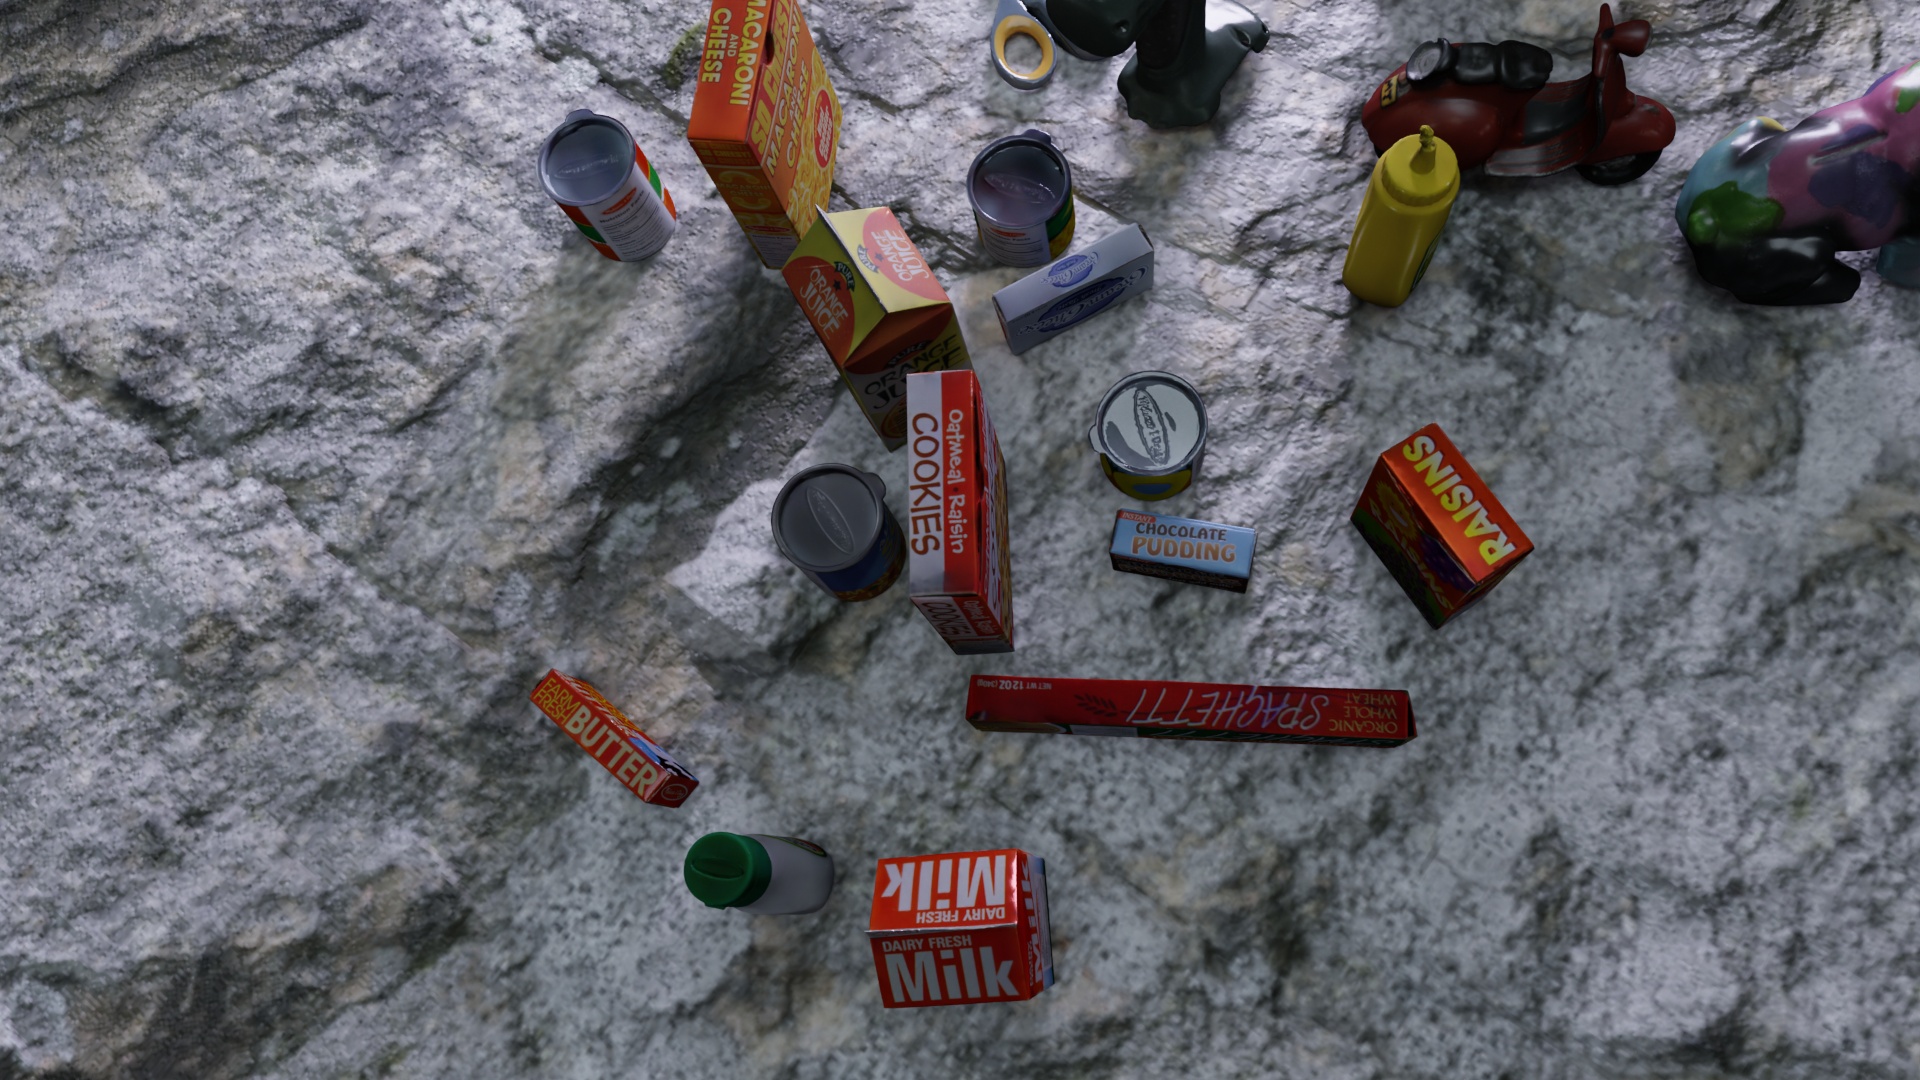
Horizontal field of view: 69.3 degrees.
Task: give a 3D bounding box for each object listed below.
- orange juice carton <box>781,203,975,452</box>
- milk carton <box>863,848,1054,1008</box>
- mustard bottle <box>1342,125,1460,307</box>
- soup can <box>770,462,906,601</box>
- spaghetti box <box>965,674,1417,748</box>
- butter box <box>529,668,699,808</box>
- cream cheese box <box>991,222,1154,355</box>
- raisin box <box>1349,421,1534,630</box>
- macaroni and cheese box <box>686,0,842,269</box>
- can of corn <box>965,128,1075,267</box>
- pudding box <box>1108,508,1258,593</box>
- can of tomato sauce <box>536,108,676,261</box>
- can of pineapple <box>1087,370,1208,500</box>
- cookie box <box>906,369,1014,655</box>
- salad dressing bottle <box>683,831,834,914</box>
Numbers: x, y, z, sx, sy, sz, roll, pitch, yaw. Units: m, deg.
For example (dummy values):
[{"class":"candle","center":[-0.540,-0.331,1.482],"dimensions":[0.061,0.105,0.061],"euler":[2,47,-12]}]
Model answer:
[{"class":"orange juice carton","center":[-0.045,-0.126,0.813],"dimensions":[0.073,0.192,0.072],"euler":[-31,73,-1]},{"class":"milk carton","center":[0.003,0.199,0.717],"dimensions":[0.072,0.190,0.073],"euler":[-6,75,7]},{"class":"mustard bottle","center":[0.258,-0.192,0.806],"dimensions":[0.049,0.160,0.065],"euler":[24,80,13]},{"class":"soup can","center":[-0.069,-0.004,0.839],"dimensions":[0.071,0.083,0.071],"euler":[-2,75,7]},{"class":"spaghetti box","center":[0.130,0.099,0.801],"dimensions":[0.250,0.050,0.029],"euler":[1,75,8]},{"class":"butter box","center":[-0.210,0.121,0.840],"dimensions":[0.103,0.053,0.024],"euler":[37,83,15]},{"class":"cream cheese box","center":[0.072,-0.158,0.878],"dimensions":[0.104,0.053,0.024],"euler":[-27,73,0]},{"class":"raisin box","center":[0.263,-0.005,0.773],"dimensions":[0.040,0.123,0.086],"euler":[-32,73,-1]},{"class":"macaroni and cheese box","center":[-0.118,-0.262,0.874],"dimensions":[0.040,0.166,0.124],"euler":[5,76,9]},{"class":"can of corn","center":[0.041,-0.220,0.897],"dimensions":[0.071,0.058,0.071],"euler":[-2,75,7]},{"class":"pudding box","center":[0.133,0.006,0.826],"dimensions":[0.084,0.049,0.030],"euler":[10,77,11]},{"class":"can of tomato sauce","center":[-0.235,-0.235,0.926],"dimensions":[0.071,0.083,0.071],"euler":[-2,75,7]},{"class":"can of pineapple","center":[0.114,-0.063,0.844],"dimensions":[0.071,0.057,0.071],"euler":[-2,75,7]},{"class":"cookie box","center":[0.003,-0.010,0.787],"dimensions":[0.040,0.167,0.123],"euler":[-4,75,7]},{"class":"salad dressing bottle","center":[-0.110,0.182,0.760],"dimensions":[0.064,0.147,0.044],"euler":[9,77,10]}]
